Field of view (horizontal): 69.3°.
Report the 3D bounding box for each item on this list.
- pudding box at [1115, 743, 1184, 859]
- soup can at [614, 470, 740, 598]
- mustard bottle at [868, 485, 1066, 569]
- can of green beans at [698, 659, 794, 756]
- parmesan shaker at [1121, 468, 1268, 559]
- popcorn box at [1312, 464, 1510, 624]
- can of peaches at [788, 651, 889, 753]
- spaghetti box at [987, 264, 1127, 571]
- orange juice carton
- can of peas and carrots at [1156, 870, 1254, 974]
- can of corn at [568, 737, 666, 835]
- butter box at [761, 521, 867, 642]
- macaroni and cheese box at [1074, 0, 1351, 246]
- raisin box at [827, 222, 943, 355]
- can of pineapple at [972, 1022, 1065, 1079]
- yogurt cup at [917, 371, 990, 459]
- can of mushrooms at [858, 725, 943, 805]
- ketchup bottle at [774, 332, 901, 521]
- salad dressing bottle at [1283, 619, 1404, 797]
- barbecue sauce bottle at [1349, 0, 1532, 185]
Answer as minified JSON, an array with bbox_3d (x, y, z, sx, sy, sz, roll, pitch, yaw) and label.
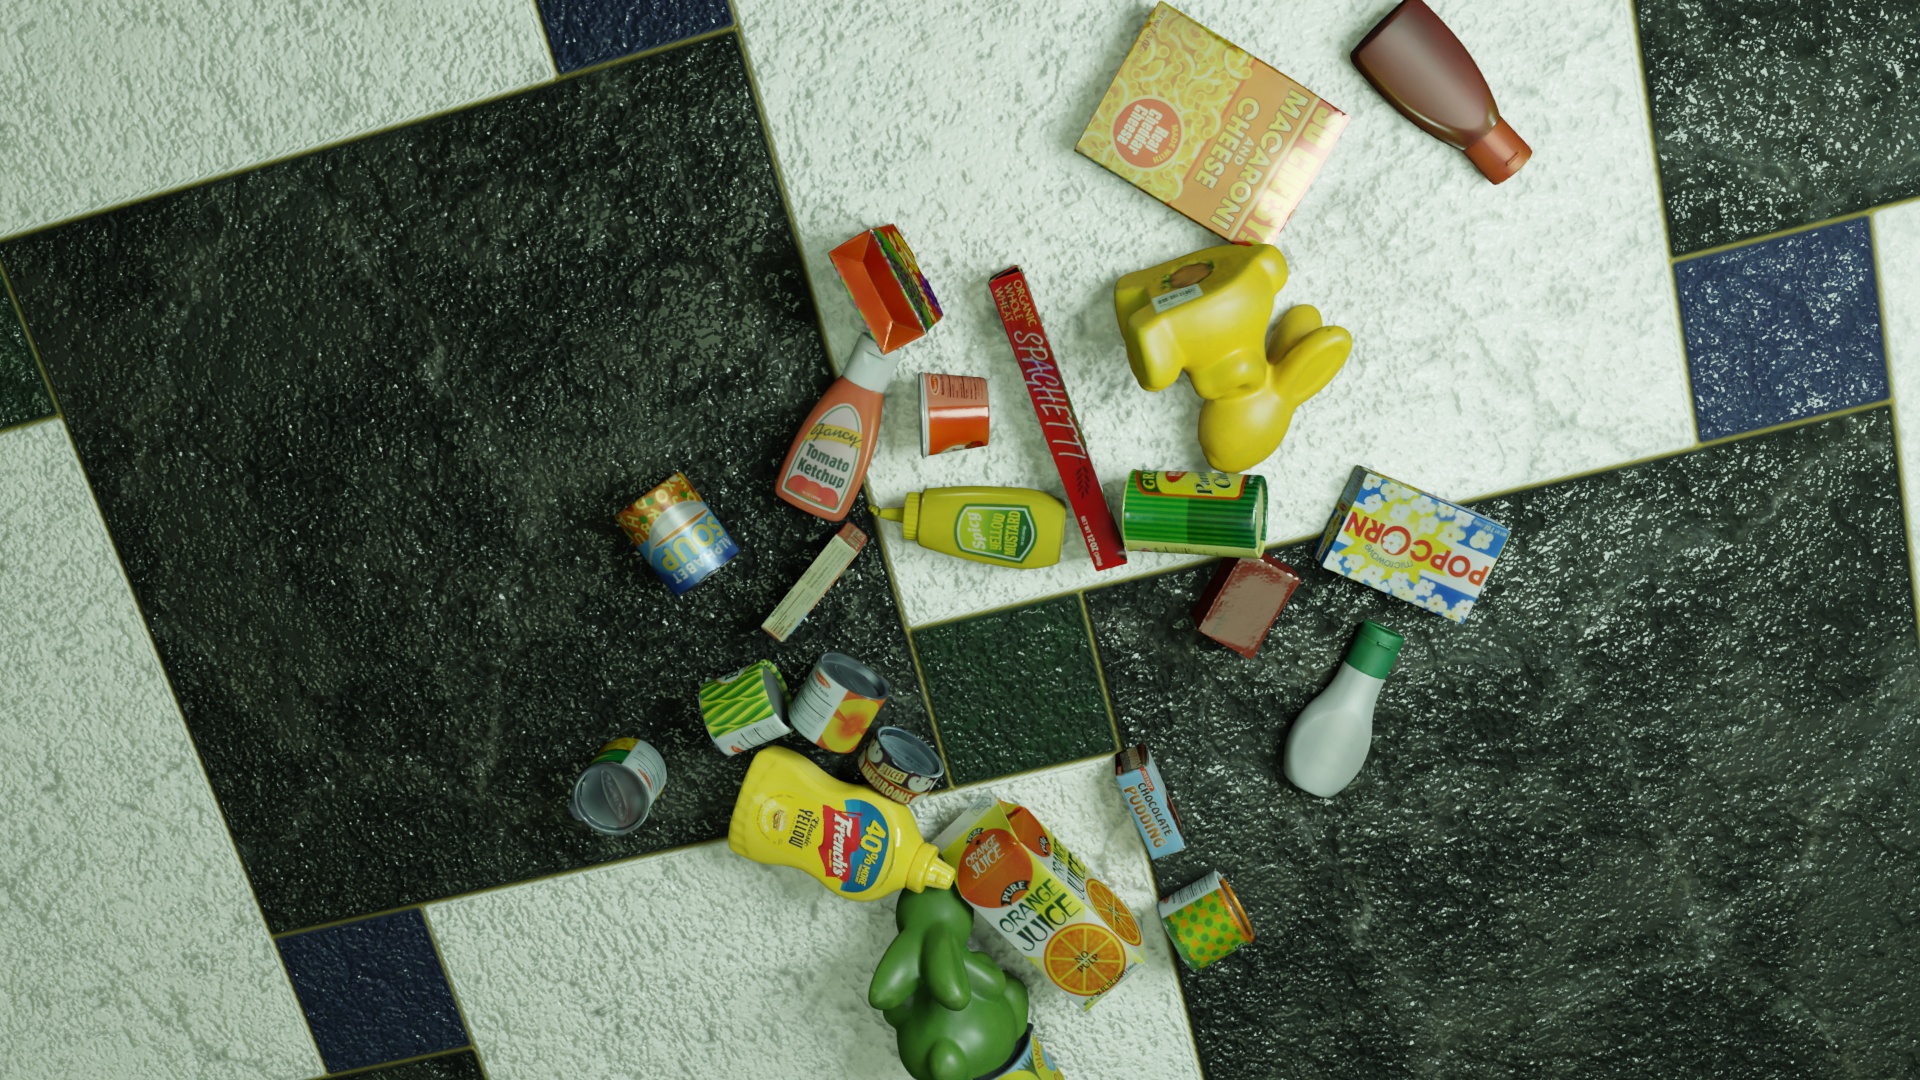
[{"bbox_3d":[0.159,0.220,1.170,0.030,0.050,0.083,-23,101,10],"label":"pudding box"},{"bbox_3d":[-0.229,-0.005,1.130,0.071,0.071,0.083,-34,99,11],"label":"soup can"},{"bbox_3d":[0.004,-0.014,1.124,0.160,0.049,0.065,5,102,2],"label":"mustard bottle"},{"bbox_3d":[-0.178,0.140,1.164,0.058,0.071,0.071,-23,101,8],"label":"can of green beans"},{"bbox_3d":[0.185,-0.022,1.086,0.103,0.071,0.071,3,104,20],"label":"parmesan shaker"},{"bbox_3d":[0.360,0.003,1.112,0.127,0.038,0.085,22,104,-2],"label":"popcorn box"},{"bbox_3d":[-0.100,0.136,1.159,0.071,0.071,0.058,30,103,-4],"label":"can of peaches"},{"bbox_3d":[0.078,-0.097,1.100,0.028,0.050,0.249,-20,101,7],"label":"spaghetti box"},{"bbox_3d":[0.066,0.300,1.183,0.192,0.073,0.071,45,103,-6],"label":"orange juice carton"},{"bbox_3d":[0.210,0.326,1.183,0.058,0.071,0.071,-32,100,10],"label":"can of peas and carrots"},{"bbox_3d":[-0.294,0.210,1.191,0.071,0.058,0.071,1,104,3],"label":"can of corn"},{"bbox_3d":[-0.119,0.034,1.142,0.024,0.053,0.103,39,102,-3],"label":"butter box"},{"bbox_3d":[0.188,-0.307,1.048,0.166,0.040,0.123,30,104,-3],"label":"macaroni and cheese box"},{"bbox_3d":[-0.054,-0.192,1.048,0.040,0.124,0.086,-27,100,11],"label":"raisin box"},{"bbox_3d":[0.052,0.473,1.228,0.071,0.071,0.058,-34,100,11],"label":"can of pineapple"},{"bbox_3d":[-0.006,-0.101,1.098,0.054,0.072,0.072,-3,104,-4],"label":"yogurt cup"},{"bbox_3d":[-0.051,0.189,1.165,0.071,0.071,0.033,33,105,-4],"label":"can of mushrooms"},{"bbox_3d":[-0.093,-0.093,1.115,0.065,0.043,0.148,25,103,-2],"label":"ketchup bottle"},{"bbox_3d":[0.318,0.138,1.144,0.064,0.044,0.147,23,103,0],"label":"salad dressing bottle"},{"bbox_3d":[0.361,-0.329,1.031,0.148,0.044,0.064,44,102,-7],"label":"barbecue sauce bottle"}]
